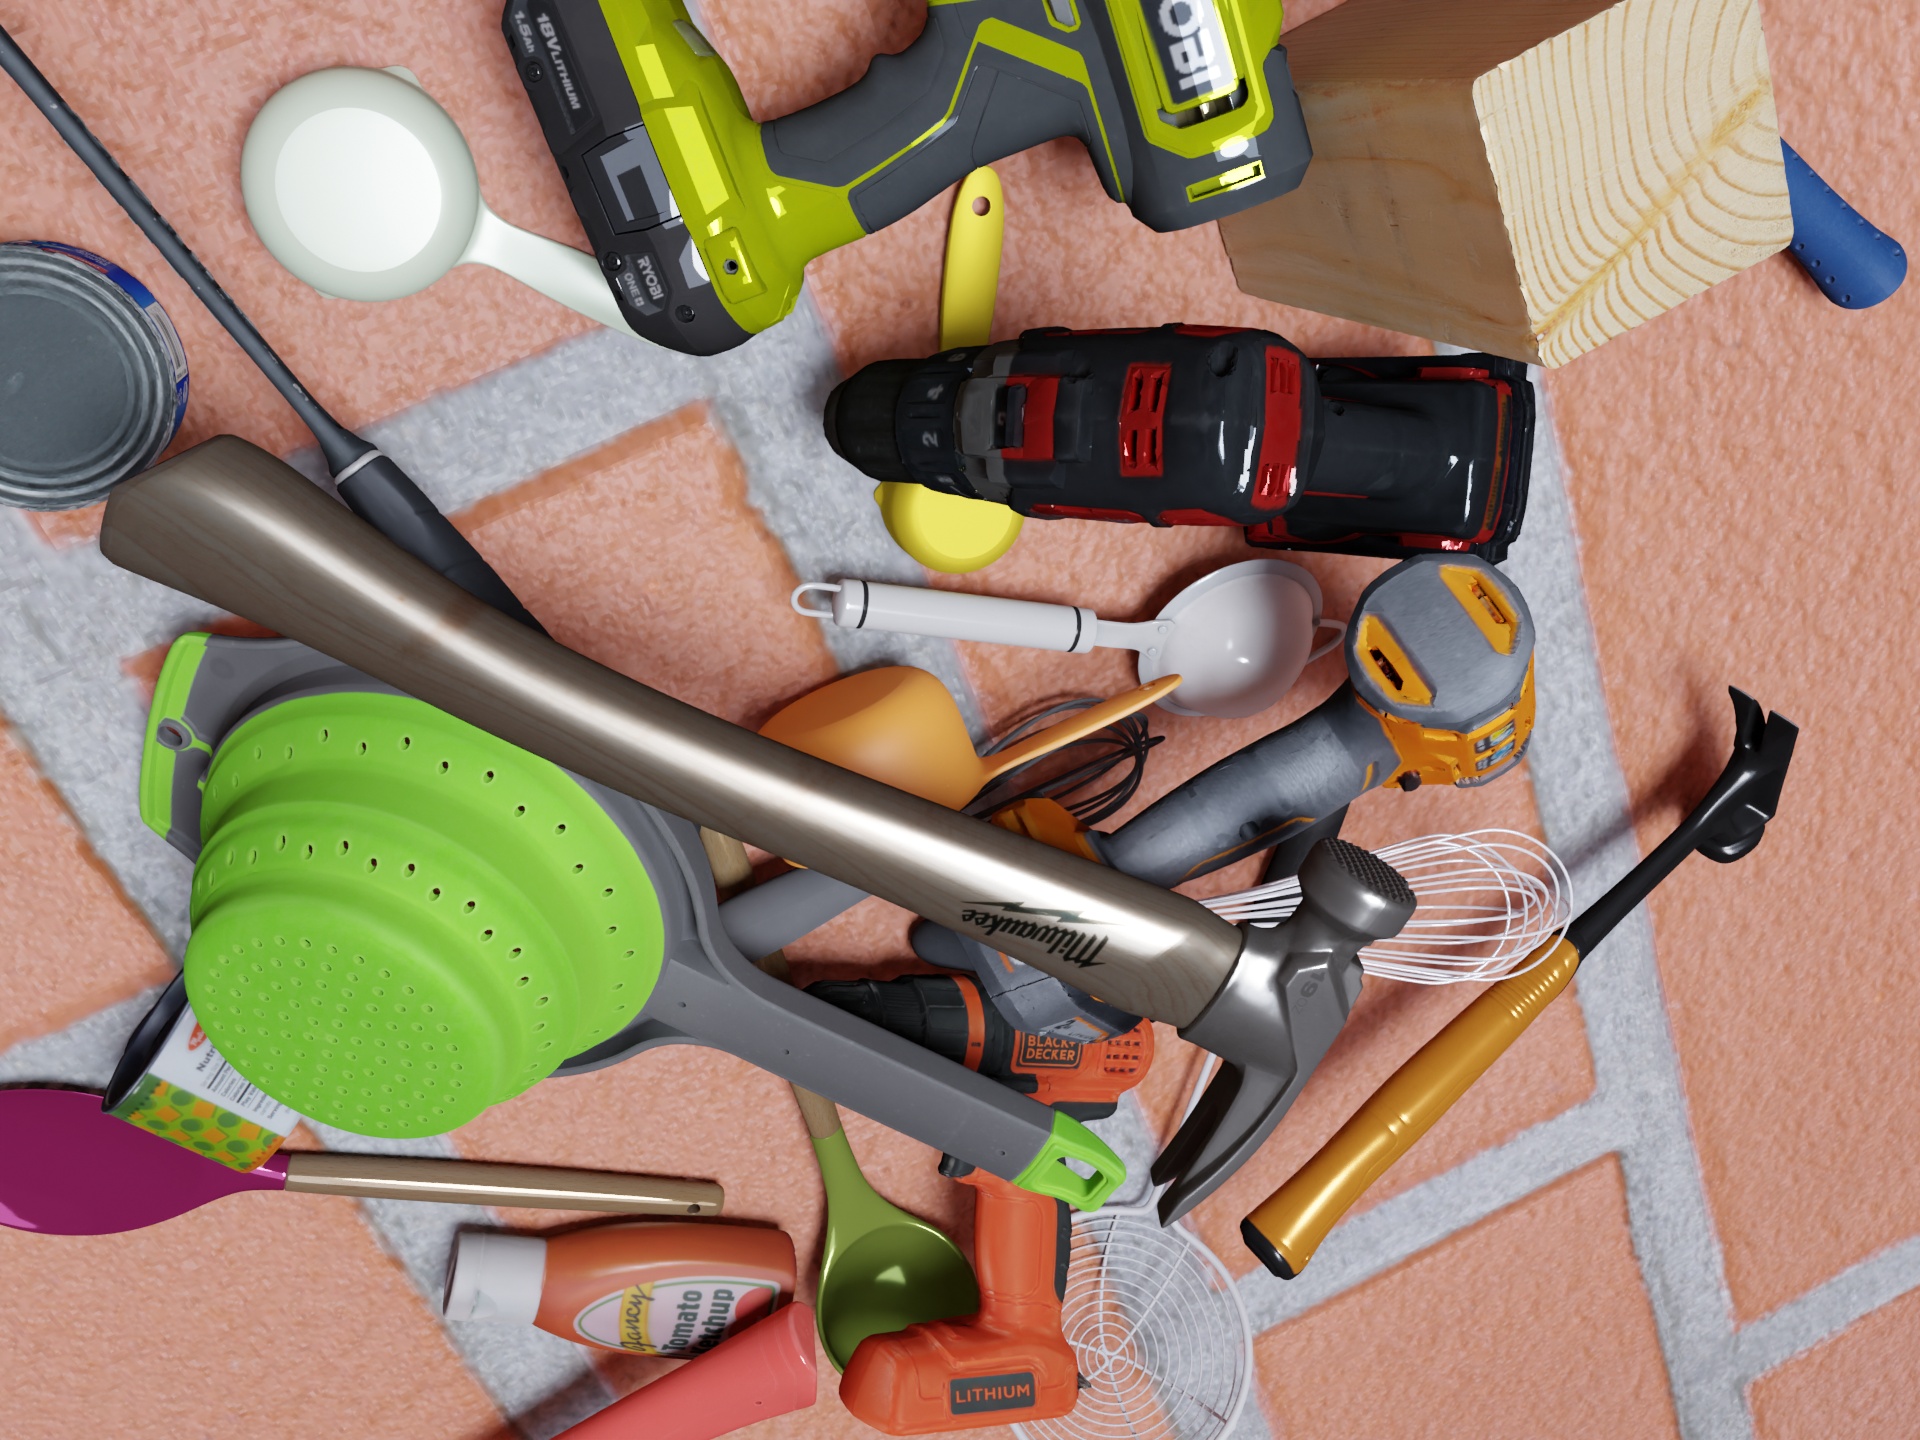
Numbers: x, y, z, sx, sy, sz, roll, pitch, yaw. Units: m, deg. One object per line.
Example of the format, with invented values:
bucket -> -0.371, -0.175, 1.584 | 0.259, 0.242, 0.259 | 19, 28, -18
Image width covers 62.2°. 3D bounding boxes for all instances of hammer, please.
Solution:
hammer -> -0.067, 0.030, 0.505 | 0.410, 0.038, 0.146 | 25, 109, -10
hammer -> 0.255, 0.125, 0.725 | 0.337, 0.034, 0.127 | -41, 146, -9
hammer -> -0.222, 0.352, 0.707 | 0.359, 0.037, 0.149 | -31, 117, 7
hammer -> 0.237, -0.268, 0.591 | 0.405, 0.144, 0.035 | 23, 117, -33
hammer -> -0.208, -0.096, 0.524 | 0.036, 0.149, 0.408 | -38, 123, -7

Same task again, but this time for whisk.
whisk -> 0.119, 0.086, 0.690 | 0.284, 0.070, 0.070 | -4, 113, 5
whisk -> -0.021, 0.053, 0.657 | 0.239, 0.055, 0.055 | -26, 116, -13

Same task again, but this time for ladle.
ladle -> -0.062, 0.163, 0.697 | 0.078, 0.062, 0.320 | -25, 113, -21

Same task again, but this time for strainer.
strainer -> 0.056, -0.034, 0.652 | 0.258, 0.050, 0.086 | 5, 129, -20

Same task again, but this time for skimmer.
skimmer -> 0.116, 0.179, 0.734 | 0.127, 0.090, 0.363 | 20, 104, 8

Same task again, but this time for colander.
colander -> -0.123, 0.113, 0.564 | 0.397, 0.095, 0.204 | 27, 126, -7

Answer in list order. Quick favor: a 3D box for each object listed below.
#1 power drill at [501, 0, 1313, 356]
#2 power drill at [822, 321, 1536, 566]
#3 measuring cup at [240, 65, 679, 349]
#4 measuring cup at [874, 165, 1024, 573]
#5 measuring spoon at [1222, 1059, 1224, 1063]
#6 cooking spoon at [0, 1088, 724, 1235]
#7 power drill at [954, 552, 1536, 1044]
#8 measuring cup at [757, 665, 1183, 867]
power drill -> -0.019, -0.228, 0.503 | 0.228, 0.080, 0.190 | -17, 110, 12
power drill -> 0.082, -0.101, 0.572 | 0.226, 0.188, 0.080 | -5, 102, -45
measuring cup -> -0.161, -0.163, 0.548 | 0.167, 0.038, 0.083 | 21, 104, -21
measuring cup -> 0.004, -0.131, 0.613 | 0.062, 0.029, 0.156 | -1, 113, -16
measuring spoon -> 0.142, 0.160, 0.778 | 0.021, 0.011, 0.117 | 12, 107, -20
cooking spoon -> -0.256, 0.192, 0.671 | 0.318, 0.017, 0.068 | 10, 108, -19
power drill -> 0.117, 0.036, 0.612 | 0.226, 0.084, 0.164 | -34, 157, 10
measuring cup -> -0.001, -0.002, 0.623 | 0.173, 0.095, 0.052 | -23, 107, 3
